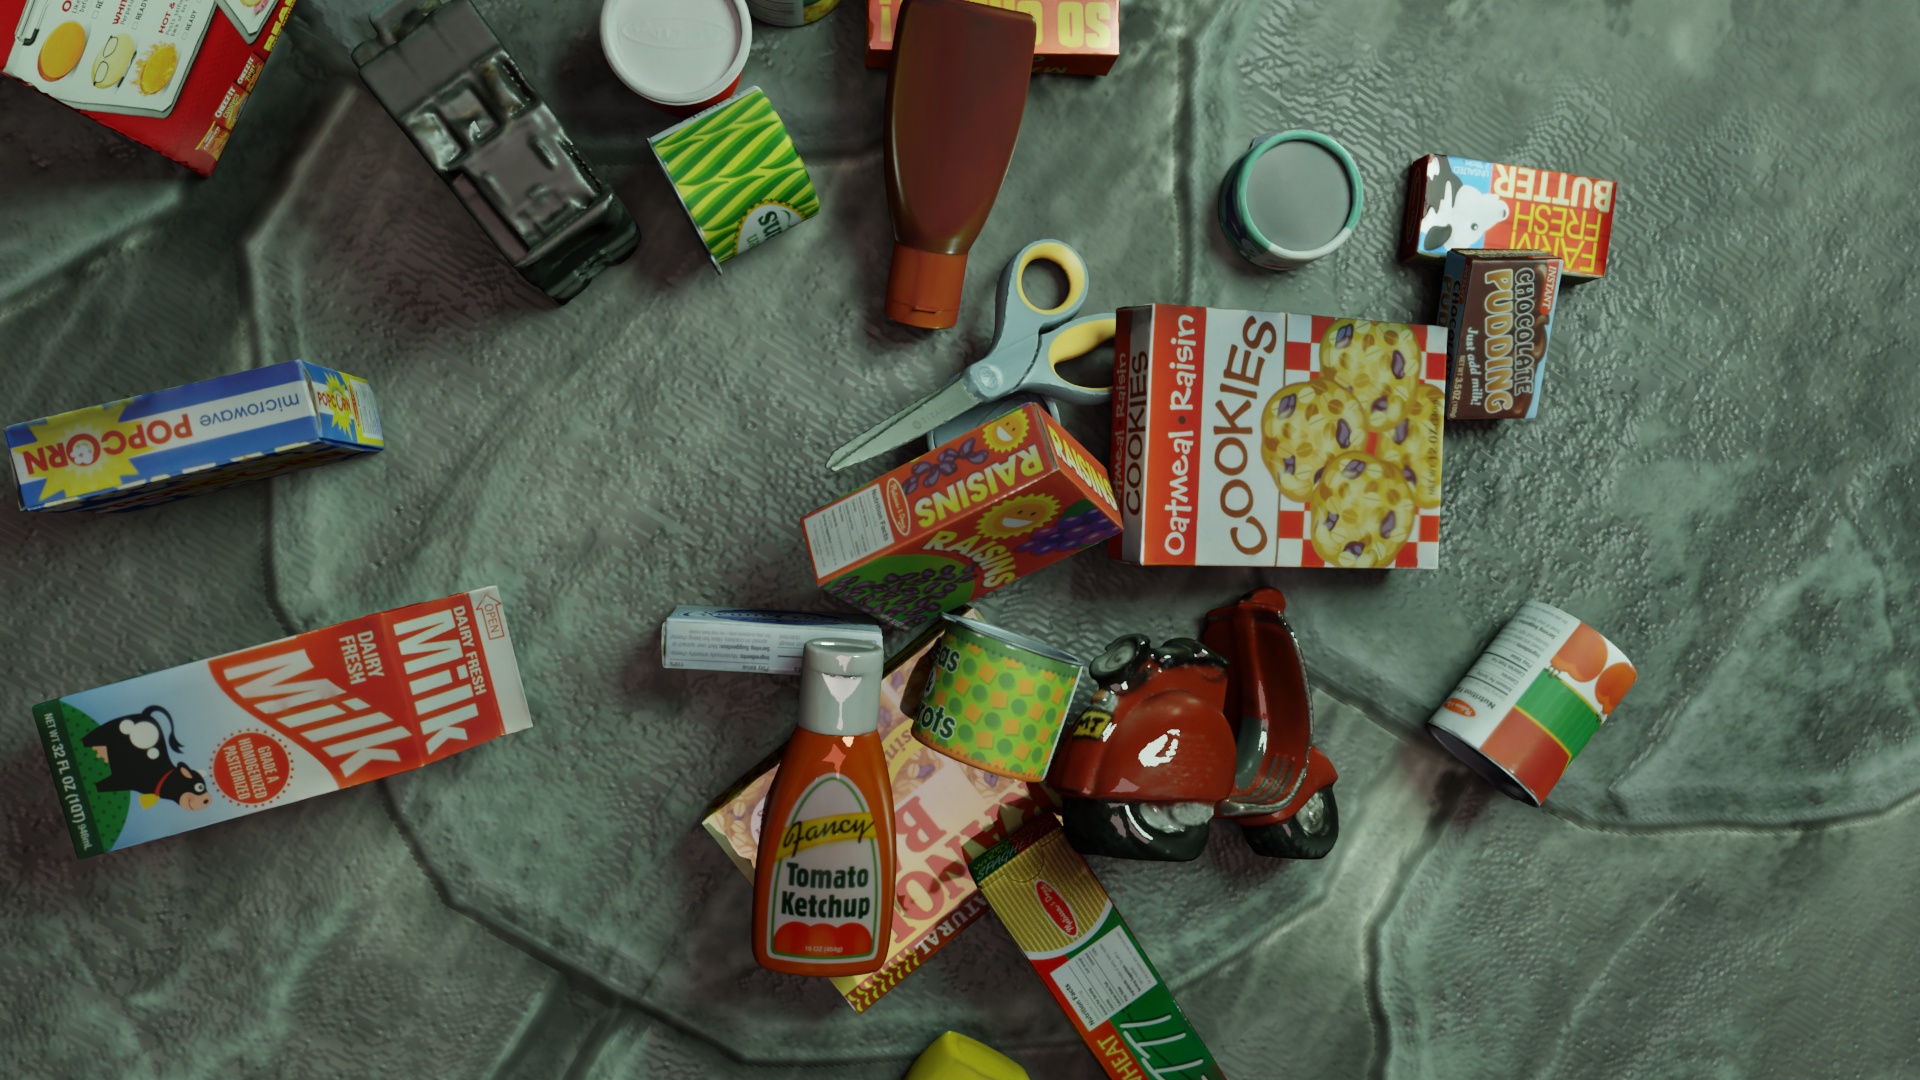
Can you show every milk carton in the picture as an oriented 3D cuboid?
[{"bbox_3d":[-0.299,0.078,0.635,0.191,0.073,0.072,-14,93,-6],"label":"milk carton"}]

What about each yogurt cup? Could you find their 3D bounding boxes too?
[{"bbox_3d":[-0.132,-0.233,0.654,0.072,0.054,0.072,0,92,-6],"label":"yogurt cup"}]

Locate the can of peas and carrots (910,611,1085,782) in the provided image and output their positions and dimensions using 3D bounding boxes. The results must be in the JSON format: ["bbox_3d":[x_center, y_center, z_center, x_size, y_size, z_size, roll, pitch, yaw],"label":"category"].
[{"bbox_3d":[0.014,0.071,0.633,0.071,0.071,0.058,19,90,-7],"label":"can of peas and carrots"}]

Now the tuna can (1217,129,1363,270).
[{"bbox_3d":[0.166,-0.174,0.700,0.071,0.033,0.071,0,92,-6],"label":"tuna can"}]

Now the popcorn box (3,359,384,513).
[{"bbox_3d":[-0.337,-0.045,0.621,0.127,0.085,0.038,-14,93,-5],"label":"popcorn box"}]

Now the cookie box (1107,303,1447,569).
[{"bbox_3d":[0.156,-0.048,0.683,0.168,0.040,0.123,1,92,-20],"label":"cookie box"}]

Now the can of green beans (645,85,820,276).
[{"bbox_3d":[-0.106,-0.171,0.653,0.058,0.071,0.071,-28,95,-5],"label":"can of green beans"}]

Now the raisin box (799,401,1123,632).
[{"bbox_3d":[0.002,-0.008,0.639,0.123,0.086,0.040,-25,62,17],"label":"raisin box"}]

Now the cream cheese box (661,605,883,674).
[{"bbox_3d":[-0.089,0.048,0.668,0.104,0.053,0.024,4,94,-6],"label":"cream cheese box"}]

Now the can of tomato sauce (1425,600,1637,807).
[{"bbox_3d":[0.290,0.083,0.705,0.071,0.071,0.083,40,87,-6],"label":"can of tomato sauce"}]

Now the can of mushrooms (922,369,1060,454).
[{"bbox_3d":[0.016,-0.051,0.687,0.071,0.033,0.071,0,91,-7],"label":"can of mushrooms"}]

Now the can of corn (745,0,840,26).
[{"bbox_3d":[-0.081,-0.286,0.656,0.071,0.058,0.071,0,92,-6],"label":"can of corn"}]

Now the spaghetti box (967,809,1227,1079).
[{"bbox_3d":[0.088,0.244,0.684,0.050,0.029,0.249,-33,106,-4],"label":"spaghetti box"}]

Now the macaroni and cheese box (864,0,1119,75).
[{"bbox_3d":[0.015,-0.315,0.675,0.124,0.040,0.166,0,91,-6],"label":"macaroni and cheese box"}]

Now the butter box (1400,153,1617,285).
[{"bbox_3d":[0.282,-0.165,0.717,0.103,0.024,0.053,6,92,-6],"label":"butter box"}]

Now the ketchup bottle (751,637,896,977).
[{"bbox_3d":[-0.059,0.120,0.632,0.065,0.043,0.148,4,96,-7],"label":"ketchup bottle"}]

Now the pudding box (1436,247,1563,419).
[{"bbox_3d":[0.269,-0.104,0.702,0.050,0.030,0.083,-1,112,-6],"label":"pudding box"}]

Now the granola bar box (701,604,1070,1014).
[{"bbox_3d":[-0.023,0.129,0.685,0.166,0.039,0.124,-38,96,-4],"label":"granola bar box"}]

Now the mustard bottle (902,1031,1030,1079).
[{"bbox_3d":[-0.023,0.327,0.686,0.065,0.049,0.160,28,89,-5],"label":"mustard bottle"}]

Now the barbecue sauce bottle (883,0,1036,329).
[{"bbox_3d":[-0.008,-0.175,0.653,0.065,0.044,0.148,7,112,-9],"label":"barbecue sauce bottle"}]
